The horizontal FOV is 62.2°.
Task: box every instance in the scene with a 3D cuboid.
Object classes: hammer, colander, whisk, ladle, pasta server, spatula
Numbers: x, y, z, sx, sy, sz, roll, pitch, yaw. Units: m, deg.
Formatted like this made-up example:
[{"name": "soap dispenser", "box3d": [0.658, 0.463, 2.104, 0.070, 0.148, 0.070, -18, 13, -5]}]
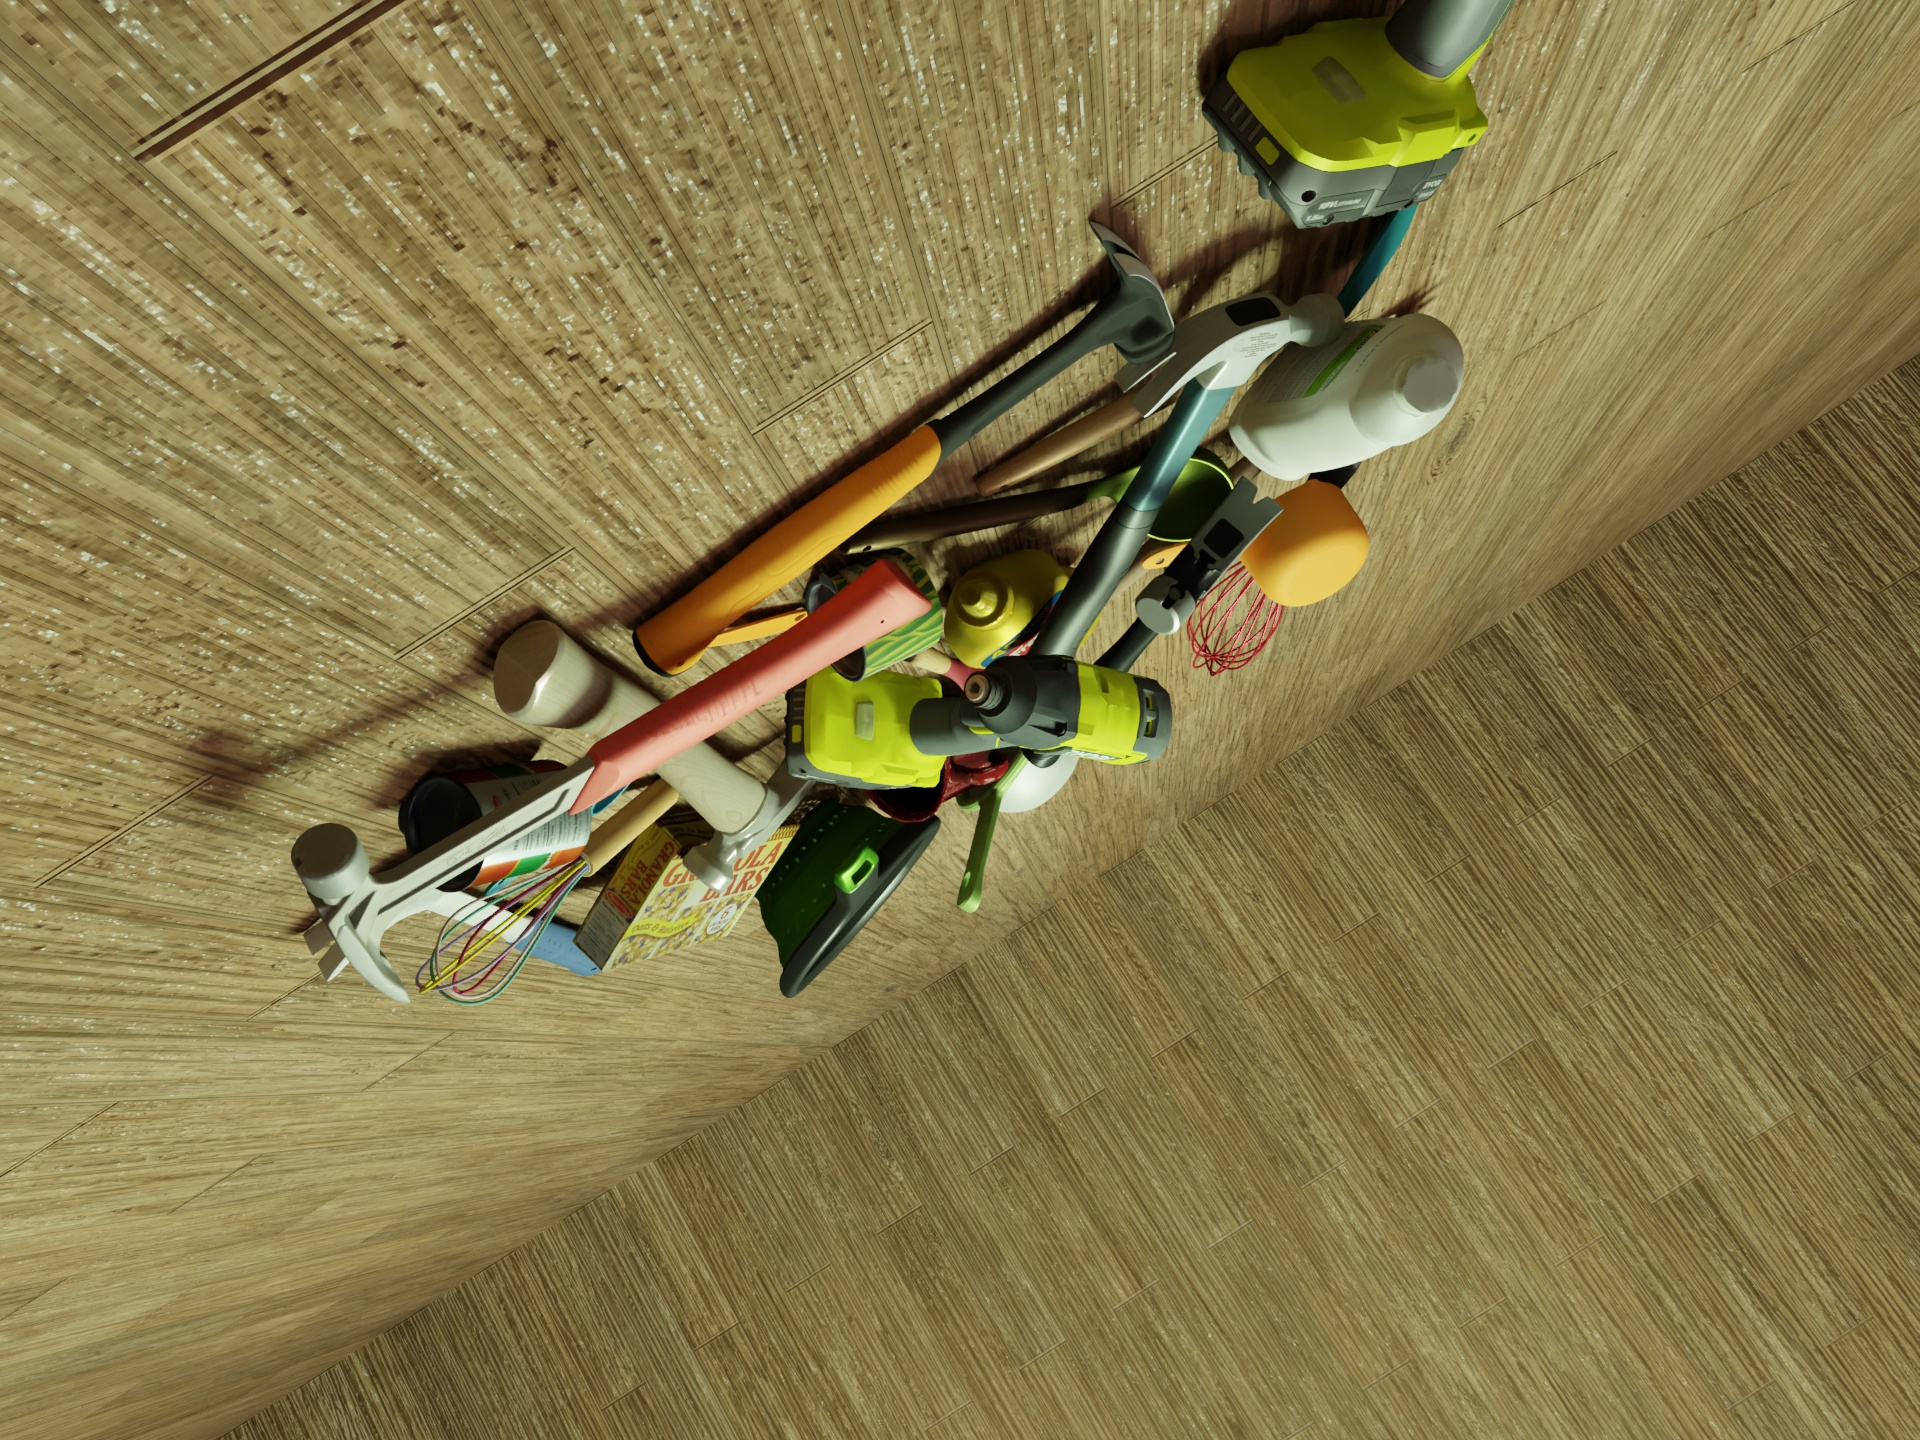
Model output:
[{"name": "hammer", "box3d": [-0.330, 0.152, 1.155, 0.144, 0.035, 0.405, -32, 166, -5]}, {"name": "colander", "box3d": [-0.112, 0.119, 1.317, 0.204, 0.094, 0.397, -49, 174, -11]}, {"name": "whisk", "box3d": [-0.253, 0.102, 1.013, 0.245, 0.051, 0.047, -46, 164, -51]}, {"name": "whisk", "box3d": [0.246, -0.129, 1.241, 0.073, 0.073, 0.295, -24, 158, -30]}, {"name": "hammer", "box3d": [-0.169, 0.018, 0.852, 0.359, 0.037, 0.149, -32, 154, -20]}, {"name": "hammer", "box3d": [0.116, -0.048, 1.118, 0.146, 0.035, 0.334, -47, 176, -30]}, {"name": "ladle", "box3d": [0.056, -0.128, 1.006, 0.320, 0.062, 0.078, -17, 157, -40]}, {"name": "pasta server", "box3d": [0.216, -0.180, 1.135, 0.316, 0.040, 0.060, -41, 173, 2]}, {"name": "hammer", "box3d": [-0.172, 0.011, 0.980, 0.146, 0.038, 0.410, -51, 163, -6]}, {"name": "hammer", "box3d": [0.109, -0.128, 0.989, 0.128, 0.033, 0.330, -14, 150, -32]}, {"name": "ladle", "box3d": [-0.022, -0.044, 1.146, 0.031, 0.069, 0.315, -9, 169, 21]}, {"name": "spatula", "box3d": [0.146, -0.221, 0.954, 0.317, 0.044, 0.082, -28, 168, 0]}, {"name": "hammer", "box3d": [-0.038, -0.129, 0.834, 0.337, 0.034, 0.127, -35, 167, 10]}]

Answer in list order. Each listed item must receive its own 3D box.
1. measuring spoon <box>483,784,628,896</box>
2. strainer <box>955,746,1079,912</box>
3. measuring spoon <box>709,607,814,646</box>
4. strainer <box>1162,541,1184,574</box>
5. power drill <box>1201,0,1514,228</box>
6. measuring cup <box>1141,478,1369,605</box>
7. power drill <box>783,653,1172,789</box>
[{"name": "measuring spoon", "box3d": [-0.253, 0.063, 0.989, 0.129, 0.021, 0.042, -44, 173, -36]}, {"name": "strainer", "box3d": [0.052, 0.062, 1.314, 0.151, 0.069, 0.257, -43, -157, 45]}, {"name": "measuring spoon", "box3d": [-0.125, -0.057, 0.948, 0.021, 0.011, 0.117, -42, 167, 36]}, {"name": "strainer", "box3d": [0.217, -0.150, 1.312, 0.087, 0.050, 0.258, -31, 174, 26]}, {"name": "power drill", "box3d": [0.195, -0.312, 0.636, 0.190, 0.080, 0.228, -23, 160, -35]}, {"name": "measuring cup", "box3d": [0.213, -0.114, 1.135, 0.173, 0.052, 0.095, -15, 147, -22]}, {"name": "power drill", "box3d": [-0.002, -0.003, 1.014, 0.223, 0.080, 0.171, -6, 170, 39]}]
